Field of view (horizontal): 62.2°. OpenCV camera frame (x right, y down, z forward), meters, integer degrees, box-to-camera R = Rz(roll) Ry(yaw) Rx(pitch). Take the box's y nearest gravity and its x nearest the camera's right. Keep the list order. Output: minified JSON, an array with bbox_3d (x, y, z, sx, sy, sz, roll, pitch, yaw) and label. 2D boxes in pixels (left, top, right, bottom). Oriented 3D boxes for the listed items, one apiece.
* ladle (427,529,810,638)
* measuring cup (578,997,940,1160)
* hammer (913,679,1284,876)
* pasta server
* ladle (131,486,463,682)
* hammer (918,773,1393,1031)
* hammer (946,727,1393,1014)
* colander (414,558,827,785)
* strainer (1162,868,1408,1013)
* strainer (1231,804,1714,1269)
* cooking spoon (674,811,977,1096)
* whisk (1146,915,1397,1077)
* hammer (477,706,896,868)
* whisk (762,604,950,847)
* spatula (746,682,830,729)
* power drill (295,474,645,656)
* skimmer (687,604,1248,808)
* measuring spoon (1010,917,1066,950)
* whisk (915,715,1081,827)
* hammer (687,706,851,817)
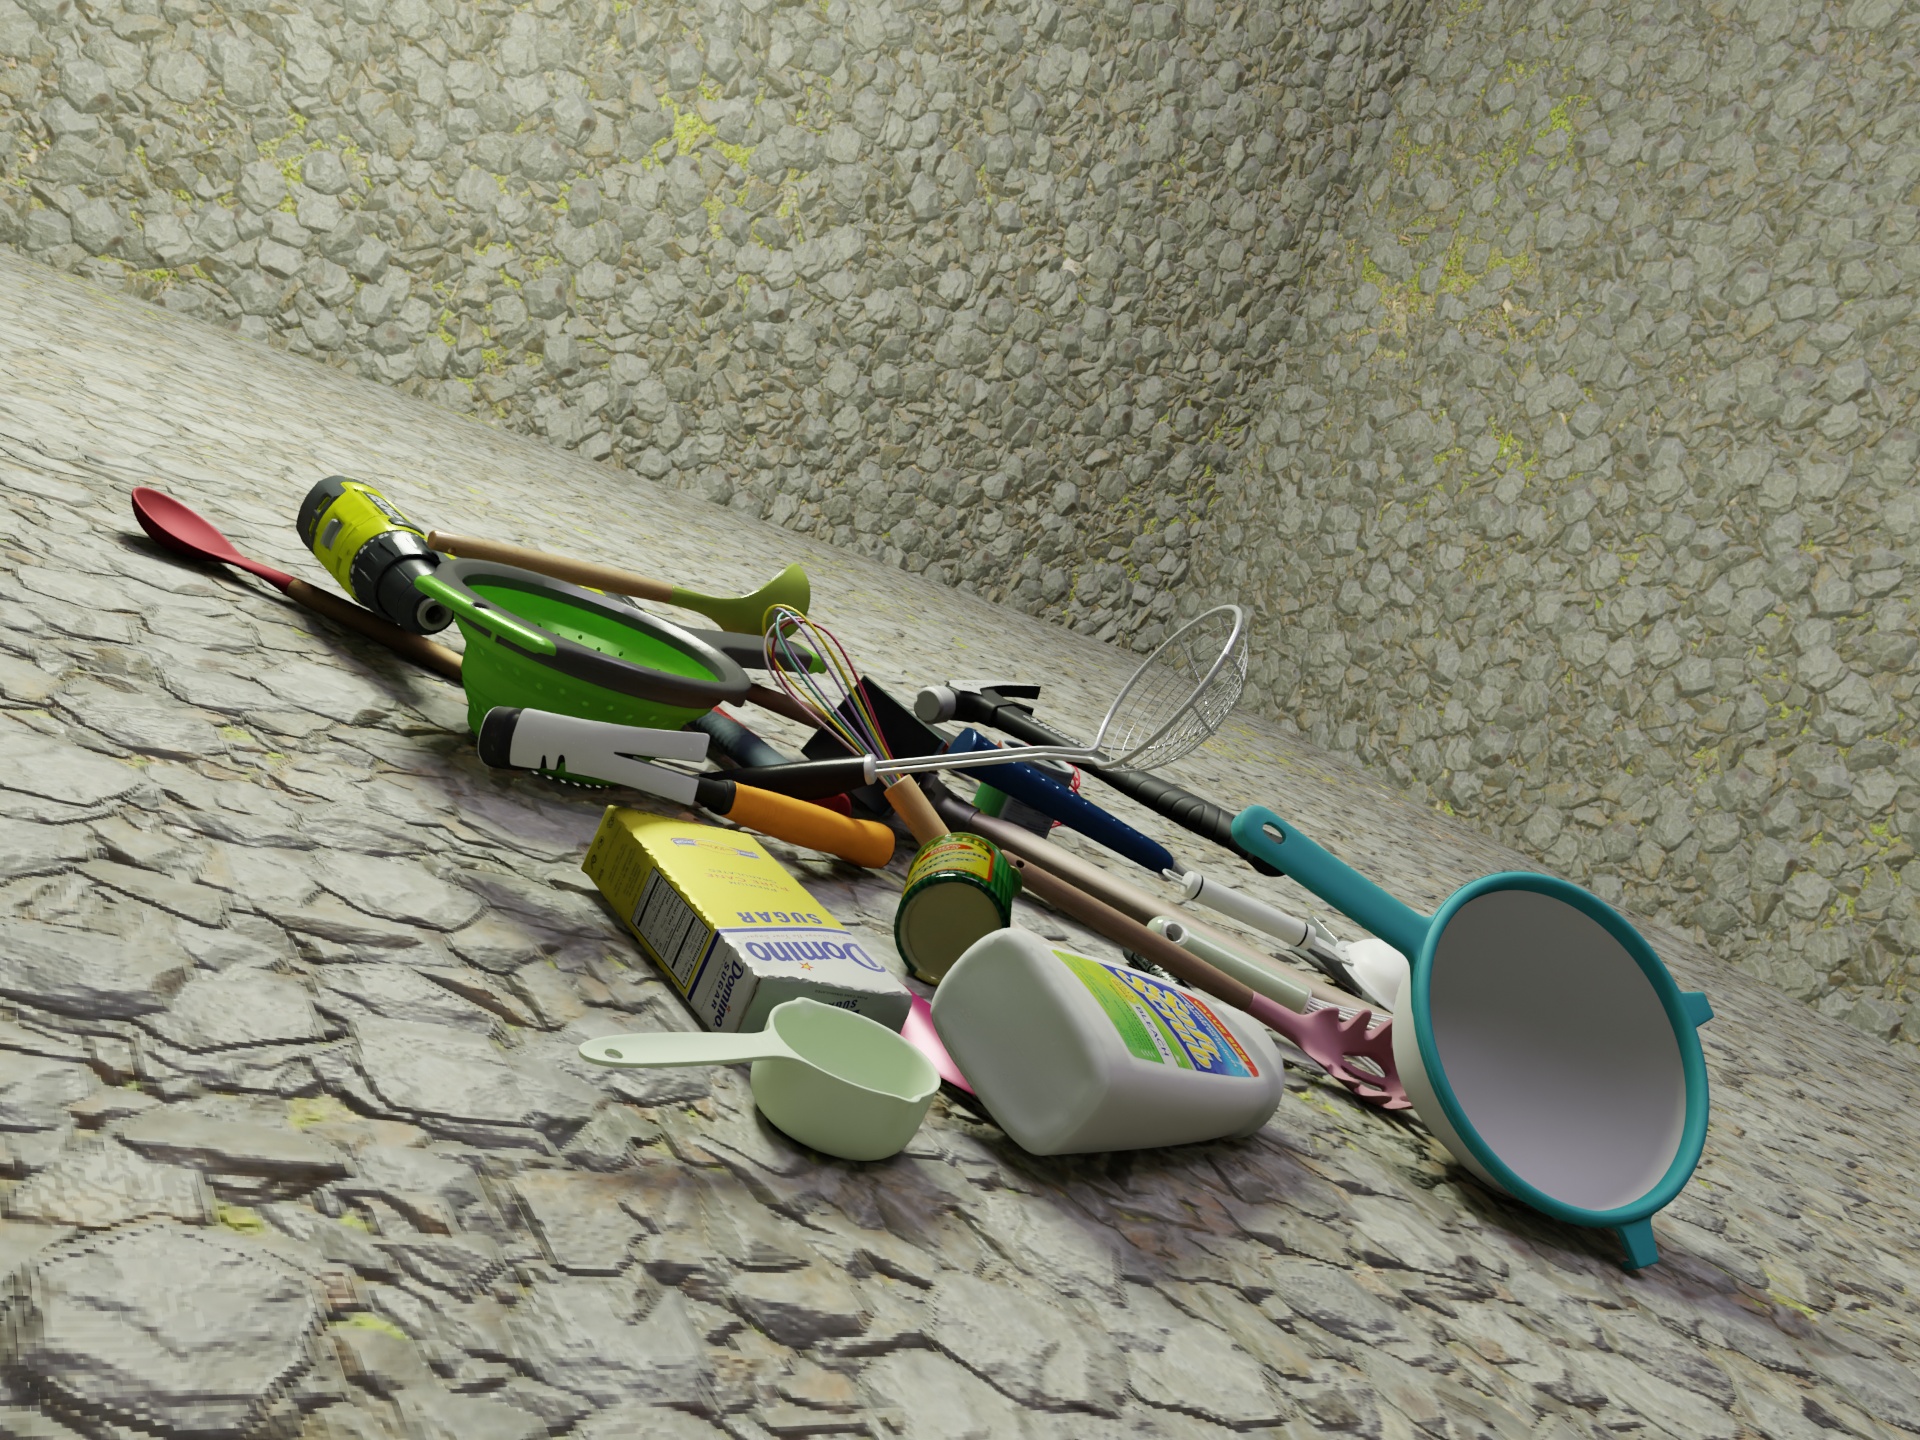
[{"bbox_3d":[-0.238,-0.107,1.157,0.320,0.078,0.062,11,46,-44],"label":"ladle"},{"bbox_3d":[-0.082,0.144,0.626,0.167,0.038,0.083,12,14,-44],"label":"measuring cup"},{"bbox_3d":[0.129,0.042,1.311,0.335,0.035,0.146,27,19,30],"label":"hammer"},{"bbox_3d":[0.161,0.160,0.997,0.316,0.040,0.060,30,49,-7],"label":"pasta server"},{"bbox_3d":[-0.439,-0.082,1.101,0.315,0.031,0.069,26,7,6],"label":"ladle"},{"bbox_3d":[0.149,0.145,1.124,0.411,0.038,0.146,26,-5,9],"label":"hammer"},{"bbox_3d":[0.163,0.114,1.223,0.405,0.035,0.144,30,5,-19],"label":"hammer"},{"bbox_3d":[-0.209,-0.019,1.074,0.205,0.094,0.397,27,10,22],"label":"colander"},{"bbox_3d":[0.258,0.160,1.159,0.258,0.050,0.087,25,21,-14],"label":"strainer"},{"bbox_3d":[0.288,0.169,0.965,0.340,0.211,0.095,35,-34,-3],"label":"strainer"},{"bbox_3d":[-0.064,0.123,0.848,0.319,0.017,0.068,31,10,40],"label":"cooking spoon"},{"bbox_3d":[0.235,0.193,1.063,0.246,0.058,0.059,27,-27,3],"label":"whisk"},{"bbox_3d":[-0.116,0.048,0.904,0.127,0.034,0.336,8,-9,25],"label":"hammer"},{"bbox_3d":[-0.057,0.025,1.060,0.245,0.047,0.051,55,17,1],"label":"whisk"},{"bbox_3d":[-0.099,0.007,1.339,0.060,0.018,0.315,29,2,29],"label":"spatula"},{"bbox_3d":[-0.339,-0.087,1.133,0.228,0.080,0.191,22,10,-47],"label":"power drill"},{"bbox_3d":[-0.002,-0.003,0.991,0.363,0.090,0.127,-7,22,7],"label":"skimmer"},{"bbox_3d":[0.059,0.153,1.010,0.124,0.018,0.034,30,9,-1],"label":"measuring spoon"},{"bbox_3d":[0.015,0.035,1.464,0.073,0.073,0.296,16,5,-39],"label":"whisk"},{"bbox_3d":[-0.188,-0.002,1.221,0.143,0.038,0.387,17,11,-43],"label":"hammer"}]
